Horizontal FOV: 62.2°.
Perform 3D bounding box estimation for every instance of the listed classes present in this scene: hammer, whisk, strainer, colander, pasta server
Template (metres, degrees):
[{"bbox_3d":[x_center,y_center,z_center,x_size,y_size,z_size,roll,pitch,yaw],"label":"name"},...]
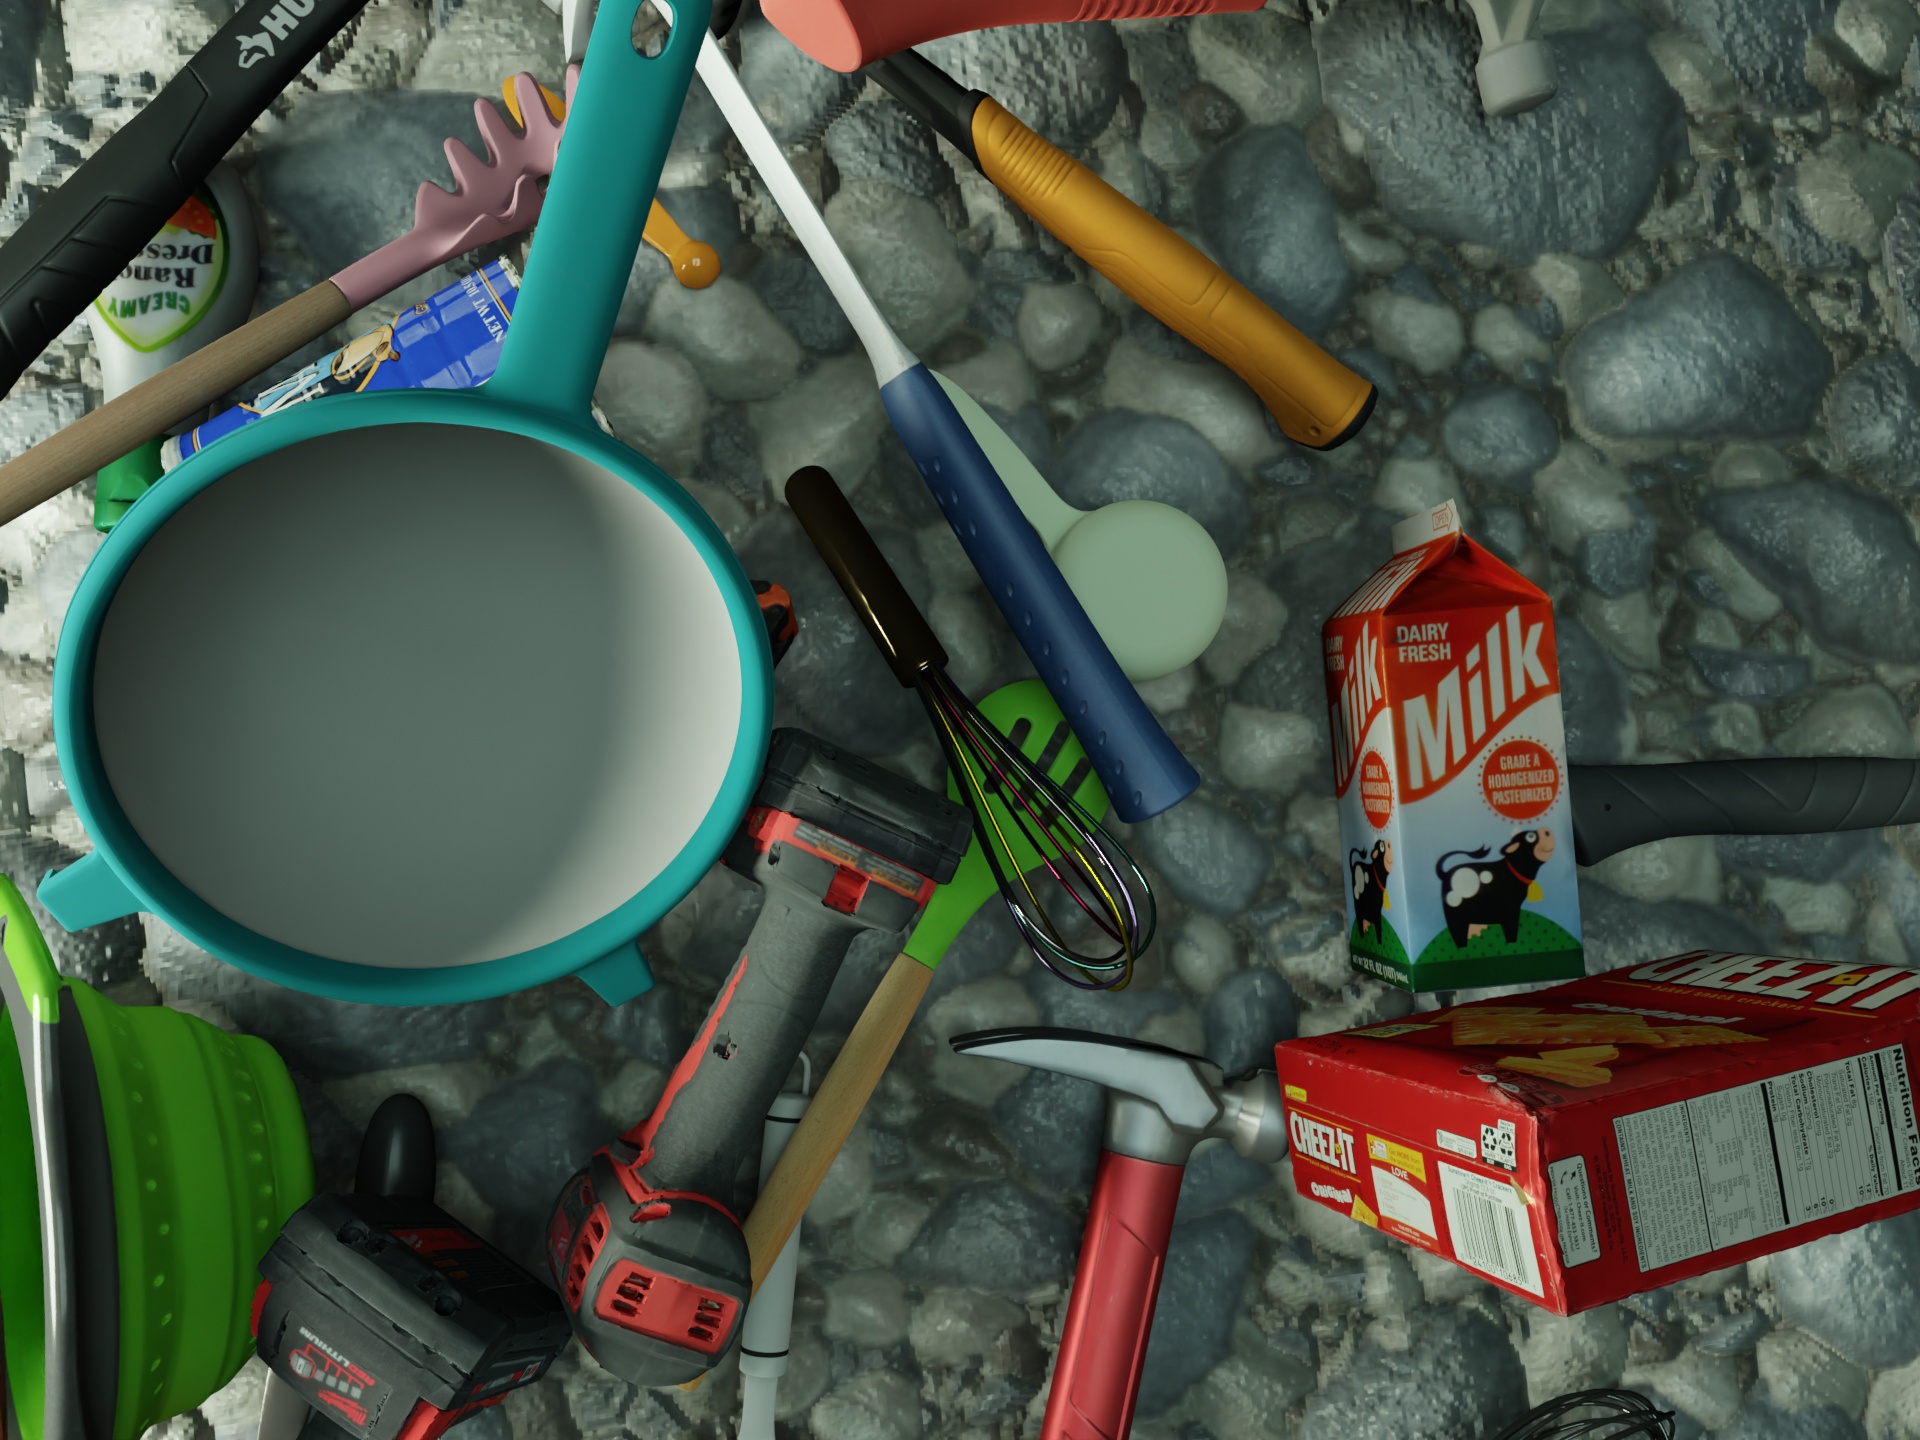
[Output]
[{"bbox_3d":[-0.030,-0.139,0.606,0.035,0.144,0.405,-34,97,-23],"label":"hammer"},{"bbox_3d":[0.089,-0.295,0.601,0.359,0.037,0.149,-17,93,-29],"label":"hammer"},{"bbox_3d":[-0.286,-0.221,0.580,0.146,0.035,0.335,39,74,-17],"label":"hammer"},{"bbox_3d":[0.450,0.025,0.697,0.409,0.036,0.149,-2,87,-6],"label":"hammer"},{"bbox_3d":[0.029,0.320,0.641,0.143,0.038,0.386,12,87,-4],"label":"hammer"},{"bbox_3d":[-0.226,0.288,0.609,0.070,0.070,0.285,4,83,-6],"label":"whisk"},{"bbox_3d":[0.032,-0.220,0.627,0.336,0.127,0.034,35,71,-10],"label":"hammer"},{"bbox_3d":[-0.150,-0.073,0.506,0.210,0.095,0.340,14,110,-26],"label":"strainer"},{"bbox_3d":[-0.302,0.251,0.579,0.094,0.205,0.397,-1,107,-40],"label":"colander"},{"bbox_3d":[-0.078,0.261,0.631,0.087,0.050,0.258,7,82,-13],"label":"strainer"},{"bbox_3d":[0.186,0.324,0.643,0.239,0.055,0.055,-14,90,-12],"label":"whisk"},{"bbox_3d":[-0.253,-0.147,0.580,0.316,0.040,0.060,-40,53,-22],"label":"pasta server"},{"bbox_3d":[0.000,-0.003,0.617,0.051,0.047,0.245,-32,74,-1],"label":"whisk"}]

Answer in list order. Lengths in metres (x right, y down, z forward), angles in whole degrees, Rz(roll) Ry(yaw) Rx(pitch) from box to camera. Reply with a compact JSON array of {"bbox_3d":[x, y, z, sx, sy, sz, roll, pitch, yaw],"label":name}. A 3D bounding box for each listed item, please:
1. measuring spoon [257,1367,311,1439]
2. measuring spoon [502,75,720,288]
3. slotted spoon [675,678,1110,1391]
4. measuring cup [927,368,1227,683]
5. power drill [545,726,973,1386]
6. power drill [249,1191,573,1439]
[{"bbox_3d":[-0.265,0.270,0.620,0.034,0.018,0.124,12,86,-5],"label":"measuring spoon"},{"bbox_3d":[-0.144,-0.222,0.651,0.117,0.011,0.021,44,84,-3],"label":"measuring spoon"},{"bbox_3d":[-0.028,0.119,0.629,0.070,0.031,0.314,31,80,-5],"label":"slotted spoon"},{"bbox_3d":[0.041,-0.085,0.653,0.167,0.038,0.083,45,84,-5],"label":"measuring cup"},{"bbox_3d":[-0.085,0.117,0.589,0.078,0.143,0.220,26,80,-17],"label":"power drill"},{"bbox_3d":[-0.232,0.266,0.494,0.080,0.187,0.227,31,76,10],"label":"power drill"}]
